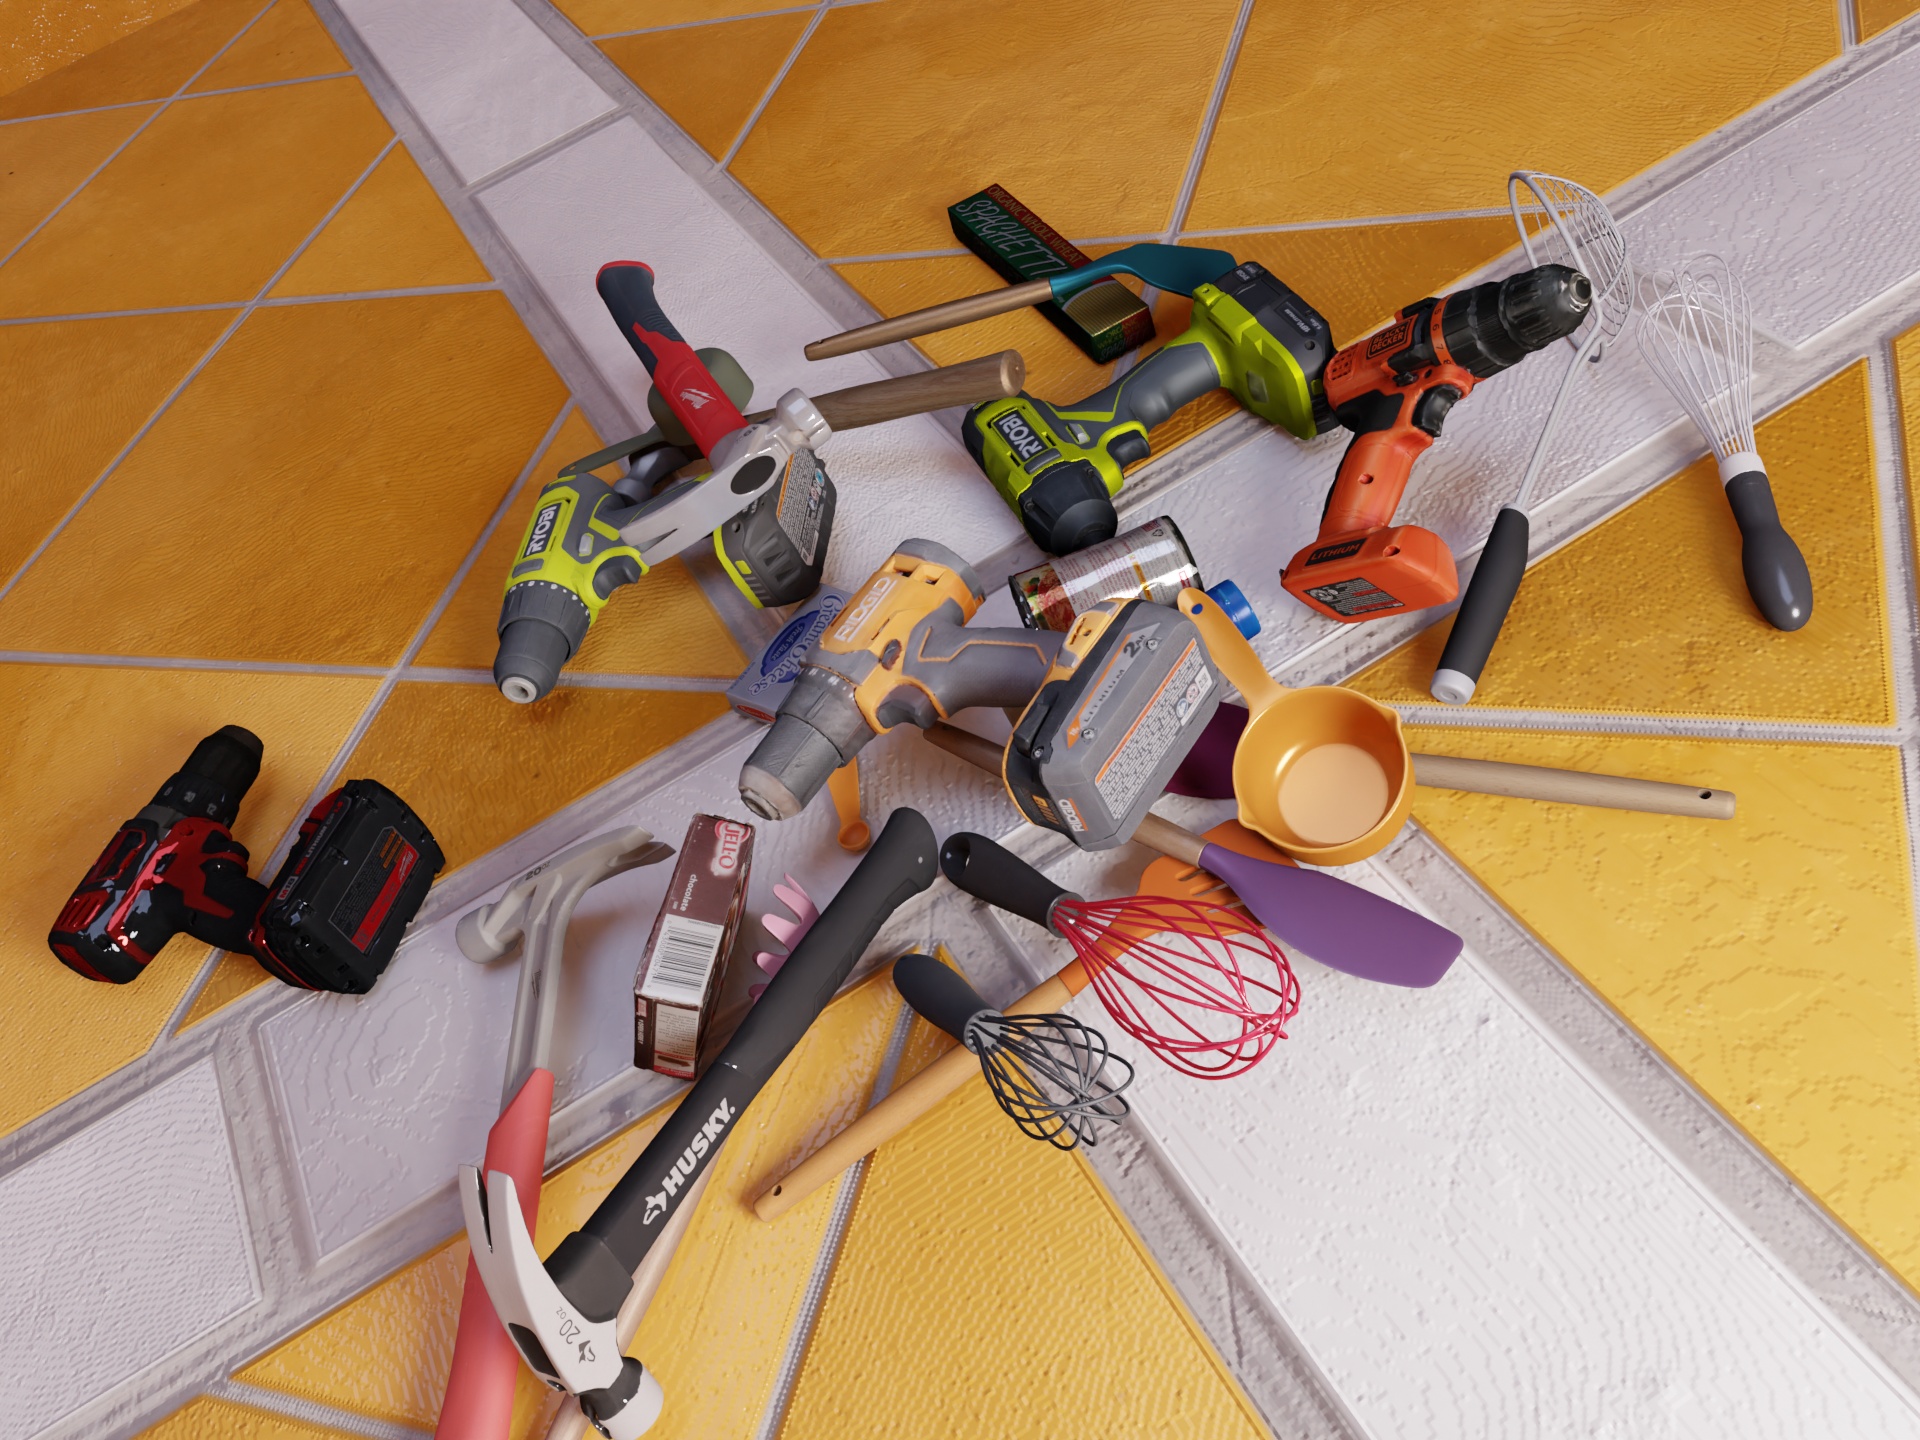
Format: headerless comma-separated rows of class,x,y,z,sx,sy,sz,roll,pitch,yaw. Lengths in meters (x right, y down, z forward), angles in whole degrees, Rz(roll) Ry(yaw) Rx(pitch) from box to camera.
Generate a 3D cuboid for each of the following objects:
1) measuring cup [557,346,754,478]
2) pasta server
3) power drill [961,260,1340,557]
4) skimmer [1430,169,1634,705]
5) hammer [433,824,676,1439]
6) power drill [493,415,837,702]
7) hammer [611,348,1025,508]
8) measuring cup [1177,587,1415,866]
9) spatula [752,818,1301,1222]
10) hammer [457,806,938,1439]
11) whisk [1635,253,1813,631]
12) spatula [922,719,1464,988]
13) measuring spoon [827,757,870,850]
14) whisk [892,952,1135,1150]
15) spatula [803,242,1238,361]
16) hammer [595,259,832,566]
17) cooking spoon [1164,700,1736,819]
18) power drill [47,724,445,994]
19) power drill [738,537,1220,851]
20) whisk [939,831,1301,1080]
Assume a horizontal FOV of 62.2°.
measuring cup,-0.233,-0.223,1.168,0.167,0.038,0.083,-21,40,13
pasta server,-0.138,0.219,0.791,0.040,0.060,0.316,25,60,1
power drill,0.129,-0.193,1.034,0.223,0.080,0.171,-30,46,-1
skimmer,0.316,-0.170,0.938,0.090,0.127,0.363,12,65,36
hammer,-0.218,0.223,0.797,0.149,0.036,0.359,-26,45,25
power drill,-0.207,-0.107,1.069,0.228,0.080,0.191,-14,45,21
hammer,-0.102,-0.217,1.127,0.331,0.031,0.130,-5,47,32
measuring cup,0.169,0.000,0.835,0.095,0.052,0.174,-37,59,8
spatula,0.035,0.153,0.797,0.322,0.041,0.081,-35,45,-6
hammer,-0.104,0.159,0.769,0.035,0.146,0.335,-2,36,38
whisk,0.437,-0.164,0.907,0.070,0.070,0.285,-7,53,15
spatula,0.103,0.061,0.822,0.316,0.018,0.060,25,43,32
measuring spoon,-0.069,0.036,0.948,0.021,0.011,0.117,-19,43,3
whisk,0.014,0.142,0.735,0.055,0.055,0.239,-37,17,-13
spatula,0.042,-0.293,1.139,0.317,0.044,0.082,-12,45,10
hammer,-0.212,-0.238,1.111,0.143,0.038,0.387,-37,40,0
cooking spoon,0.233,0.024,0.839,0.319,0.017,0.069,7,53,27
power drill,-0.442,0.082,1.002,0.227,0.080,0.188,0,50,24
power drill,-0.001,-0.003,0.842,0.226,0.084,0.185,18,61,40
whisk,0.061,0.098,0.757,0.073,0.073,0.296,-39,25,-15
